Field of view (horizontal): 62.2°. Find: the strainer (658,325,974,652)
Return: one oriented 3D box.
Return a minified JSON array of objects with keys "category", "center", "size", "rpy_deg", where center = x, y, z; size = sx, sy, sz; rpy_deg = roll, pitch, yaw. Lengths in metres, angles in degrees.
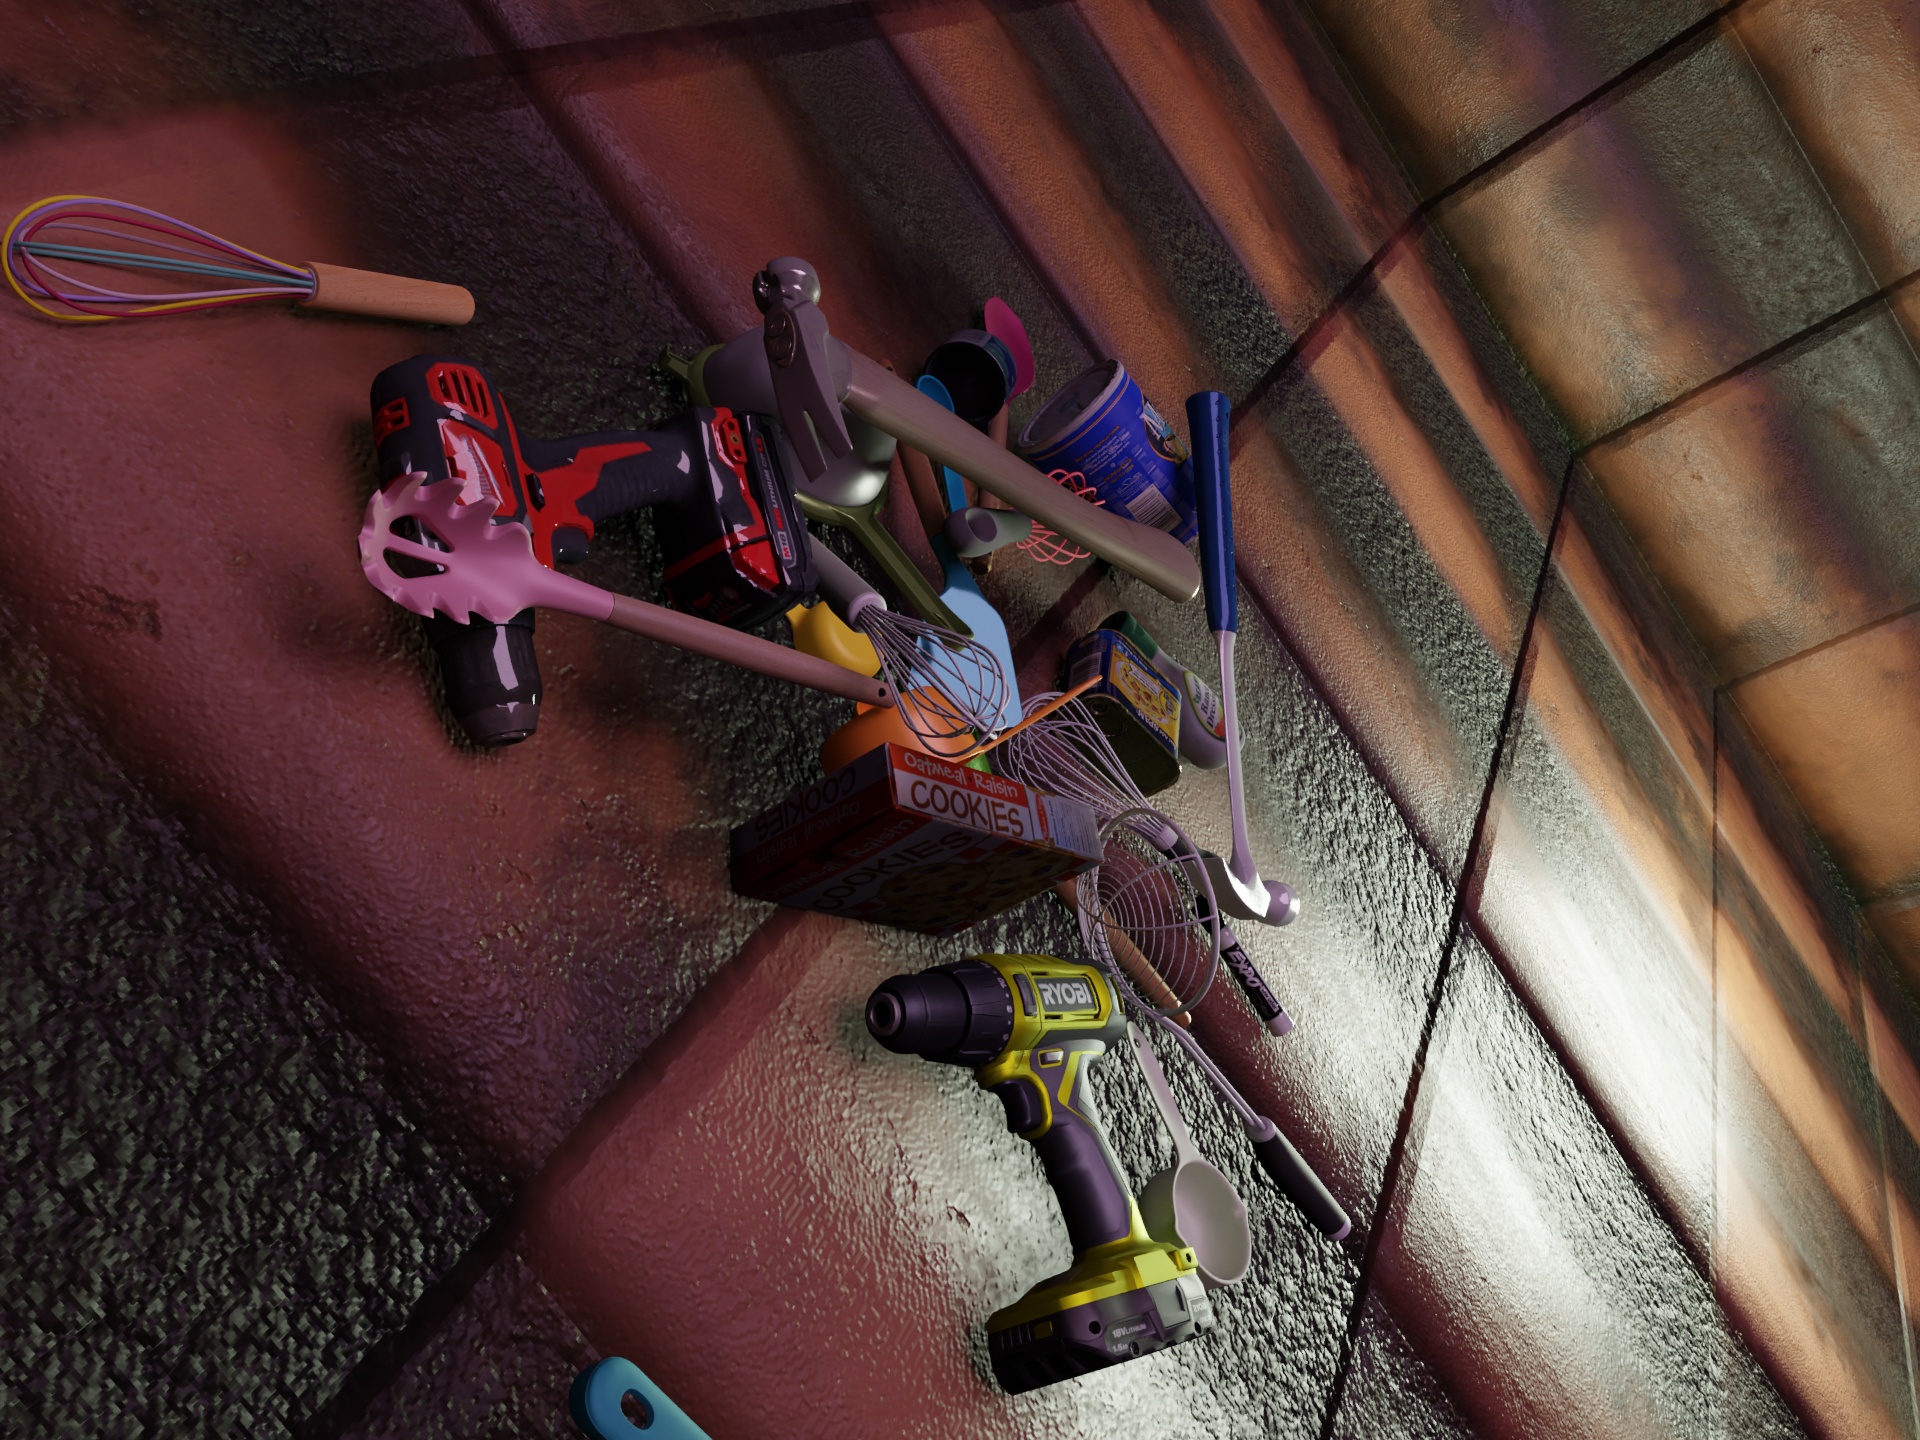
[{"category":"strainer","center":[-0.060,-0.158,0.979],"size":[0.256,0.069,0.151],"rpy_deg":[52,31,13]}]

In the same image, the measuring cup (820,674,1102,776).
[{"category":"measuring cup","center":[-0.001,-0.003,0.924],"size":[0.173,0.095,0.052],"rpy_deg":[-29,86,-12]}]

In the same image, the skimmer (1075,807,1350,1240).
[{"category":"skimmer","center":[0.186,0.210,1.041],"size":[0.090,0.127,0.363],"rpy_deg":[-46,119,-16]}]

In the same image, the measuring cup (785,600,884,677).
[{"category":"measuring cup","center":[-0.102,-0.085,0.956],"size":[0.156,0.029,0.062],"rpy_deg":[51,35,-14]}]

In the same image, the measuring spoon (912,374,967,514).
[{"category":"measuring spoon","center":[-0.016,-0.189,1.161],"size":[0.042,0.021,0.129],"rpy_deg":[0,75,-53]}]

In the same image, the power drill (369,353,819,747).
[{"category":"power drill","center":[-0.182,-0.083,0.813],"size":[0.226,0.080,0.188],"rpy_deg":[-4,77,-49]}]

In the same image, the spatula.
[{"category":"spatula","center":[-0.025,-0.132,1.068],"size":[0.082,0.044,0.318],"rpy_deg":[4,48,-25]}]

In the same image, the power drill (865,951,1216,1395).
[{"category":"power drill","center":[0.041,0.236,0.870],"size":[0.190,0.080,0.229],"rpy_deg":[11,55,-50]}]

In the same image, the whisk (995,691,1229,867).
[{"category":"whisk","center":[0.123,0.064,1.121],"size":[0.284,0.070,0.070],"rpy_deg":[37,40,-37]}]

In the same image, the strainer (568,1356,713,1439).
[{"category":"strainer","center":[-0.053,0.379,0.630],"size":[0.340,0.095,0.211],"rpy_deg":[49,33,-13]}]

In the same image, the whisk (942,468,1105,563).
[{"category":"whisk","center":[0.044,-0.138,1.110],"size":[0.073,0.073,0.296],"rpy_deg":[61,22,1]}]

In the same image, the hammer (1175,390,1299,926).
[{"category":"hammer","center":[0.196,-0.055,1.185],"size":[0.144,0.035,0.406],"rpy_deg":[21,63,-54]}]

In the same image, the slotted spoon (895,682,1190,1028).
[{"category":"slotted spoon","center":[0.058,0.093,1.039],"size":[0.313,0.031,0.070],"rpy_deg":[50,38,-18]}]

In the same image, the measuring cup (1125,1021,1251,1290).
[{"category":"measuring cup","center":[0.125,0.272,0.990],"size":[0.083,0.038,0.168],"rpy_deg":[7,55,-50]}]

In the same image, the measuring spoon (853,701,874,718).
[{"category":"measuring spoon","center":[-0.037,0.040,0.971],"size":[0.021,0.011,0.117],"rpy_deg":[-29,93,-52]}]

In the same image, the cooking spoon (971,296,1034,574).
[{"category":"cooking spoon","center":[0.028,-0.227,1.237],"size":[0.068,0.017,0.319],"rpy_deg":[42,38,-34]}]

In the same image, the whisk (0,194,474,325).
[{"category":"whisk","center":[-0.329,-0.205,0.749],"size":[0.245,0.051,0.047],"rpy_deg":[-13,97,-59]}]

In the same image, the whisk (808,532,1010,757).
[{"category":"whisk","center":[-0.047,-0.053,0.861],"size":[0.057,0.059,0.247],"rpy_deg":[27,11,-42]}]

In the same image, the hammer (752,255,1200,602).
[{"category":"hammer","center":[0.035,-0.145,1.010],"size":[0.410,0.038,0.146],"rpy_deg":[22,43,-46]}]

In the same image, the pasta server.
[{"category":"pasta server","center":[-0.143,-0.047,0.764],"size":[0.316,0.040,0.060],"rpy_deg":[18,82,-43]}]
